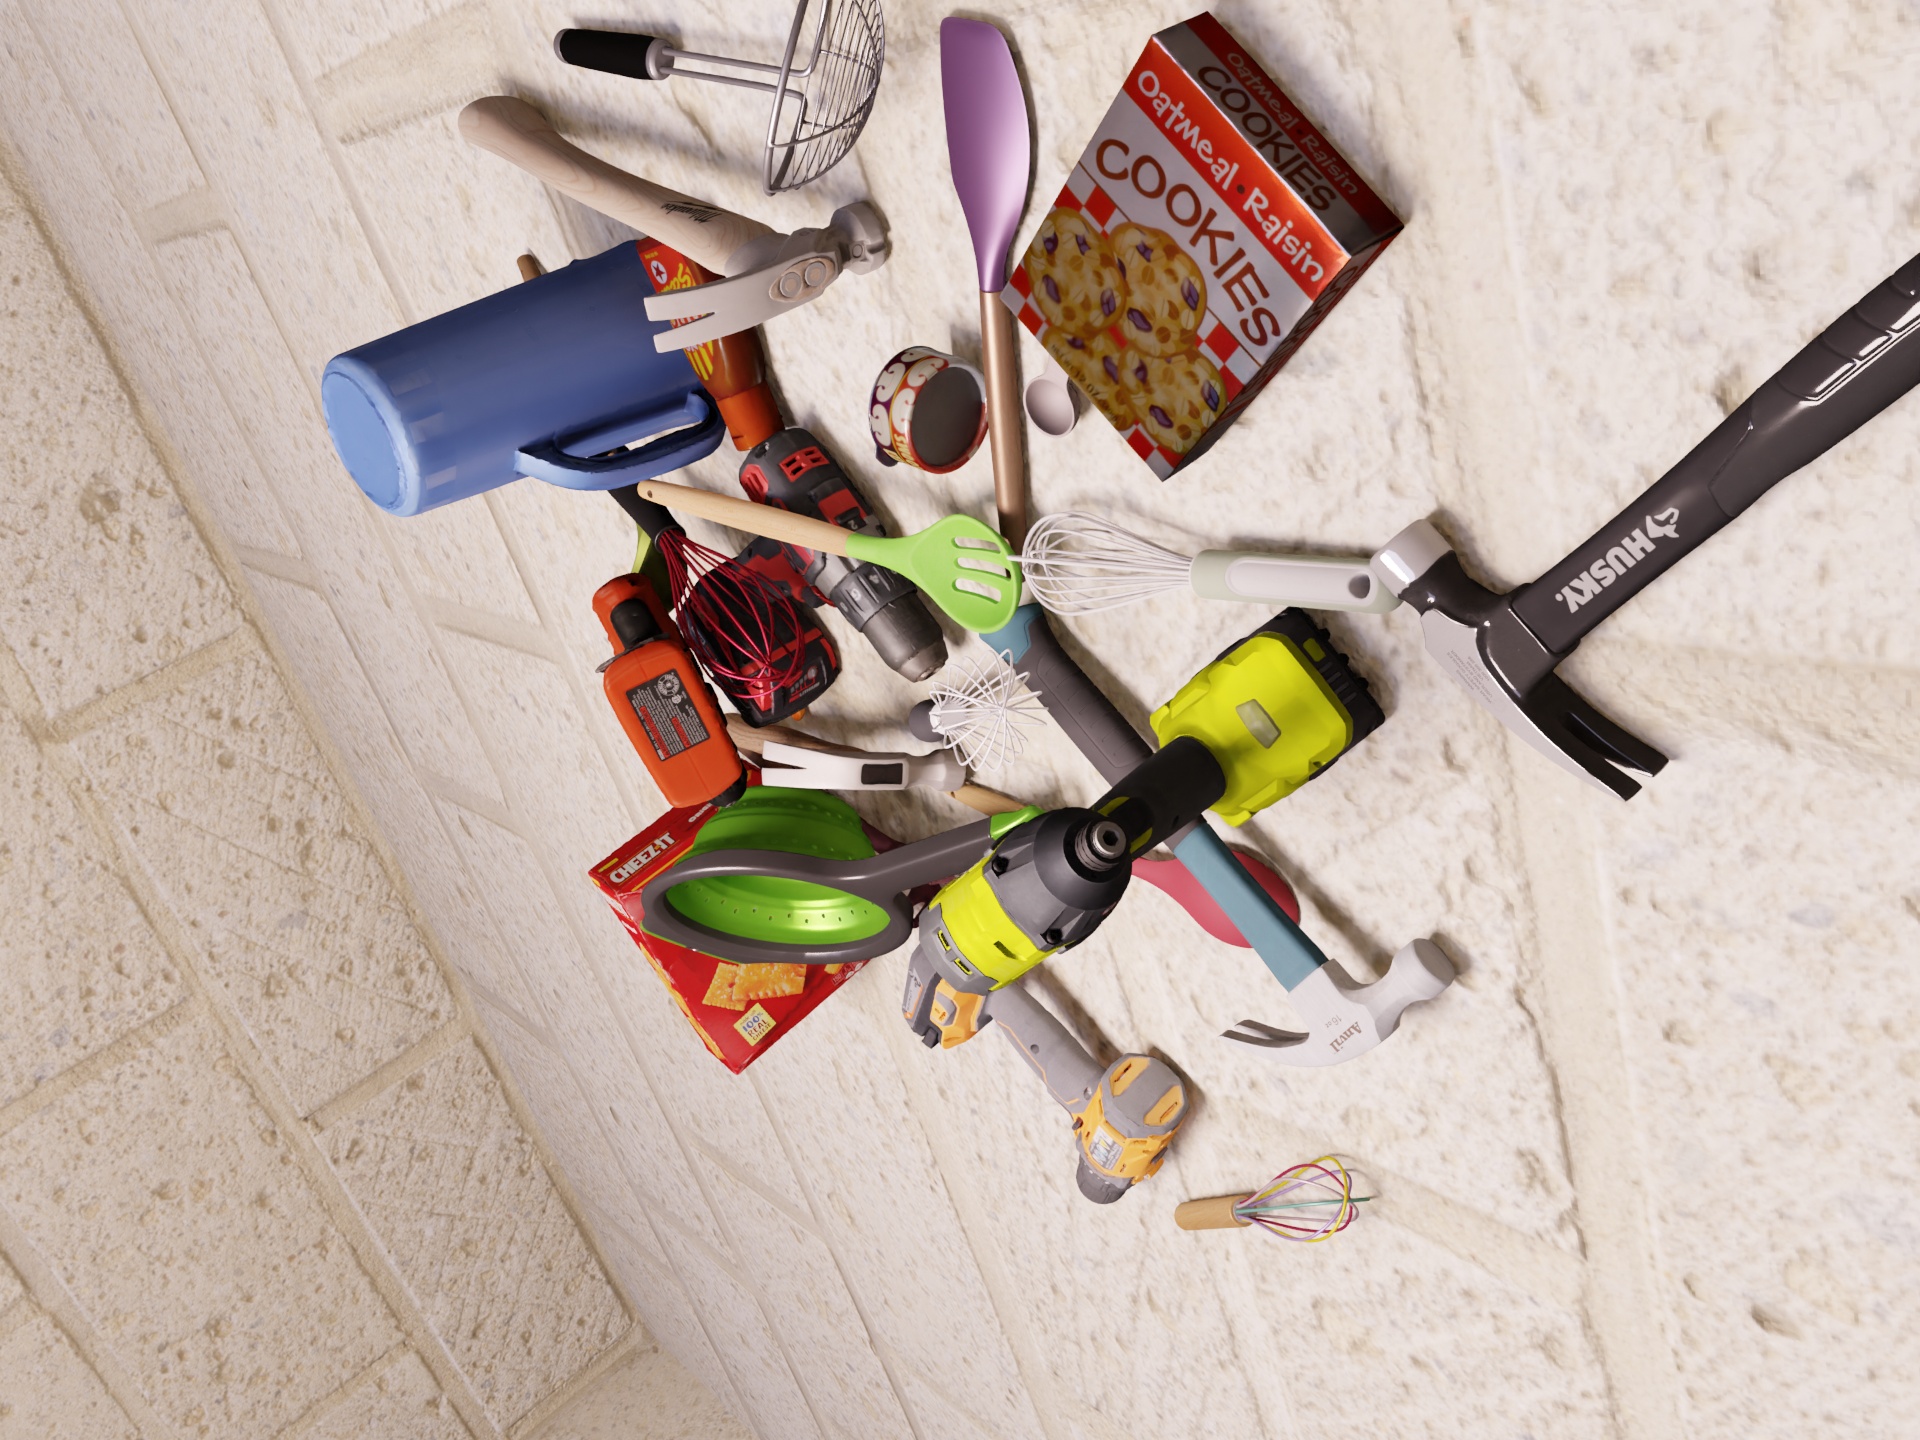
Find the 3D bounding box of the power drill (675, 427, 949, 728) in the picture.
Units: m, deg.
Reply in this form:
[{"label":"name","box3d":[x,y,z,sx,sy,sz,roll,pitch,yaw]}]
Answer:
[{"label":"power drill","box3d":[-0.103,-0.075,1.108,0.188,0.080,0.226,53,148,6]}]

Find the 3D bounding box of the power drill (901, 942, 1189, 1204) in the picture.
[{"label":"power drill","box3d":[0.061,0.261,1.196,0.226,0.084,0.185,39,148,20]}]

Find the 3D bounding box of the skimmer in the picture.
[{"label":"skimmer","box3d":[-0.159,-0.371,0.879,0.364,0.090,0.127,30,109,43]}]

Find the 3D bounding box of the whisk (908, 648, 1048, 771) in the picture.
[{"label":"whisk","box3d":[-0.001,-0.004,0.987,0.070,0.070,0.284,59,171,-4]}]

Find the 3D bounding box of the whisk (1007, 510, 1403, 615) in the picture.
[{"label":"whisk","box3d":[0.117,-0.075,0.805,0.246,0.059,0.058,11,100,47]}]

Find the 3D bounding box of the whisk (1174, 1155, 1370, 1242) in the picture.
[{"label":"whisk","box3d":[0.206,0.332,1.091,0.245,0.051,0.047,132,124,-64]}]

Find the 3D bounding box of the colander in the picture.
[{"label":"colander","box3d":[-0.078,0.087,1.158,0.204,0.095,0.397,27,146,-36]}]

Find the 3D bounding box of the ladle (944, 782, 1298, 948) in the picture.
[{"label":"ladle","box3d":[0.087,0.081,1.027,0.316,0.031,0.069,20,130,50]}]

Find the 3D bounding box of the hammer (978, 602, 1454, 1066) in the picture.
[{"label":"hammer","box3d":[0.124,0.055,0.909,0.331,0.033,0.128,51,124,19]}]

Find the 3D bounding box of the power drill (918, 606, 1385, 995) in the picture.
[{"label":"power drill","box3d":[0.094,0.039,0.766,0.080,0.223,0.171,53,151,6]}]

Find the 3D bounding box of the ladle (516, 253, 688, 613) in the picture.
[{"label":"ladle","box3d":[-0.283,-0.217,1.198,0.320,0.062,0.078,65,147,13]}]

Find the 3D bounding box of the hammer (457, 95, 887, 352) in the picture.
[{"label":"hammer","box3d":[-0.222,-0.326,0.988,0.411,0.146,0.038,36,146,40]}]

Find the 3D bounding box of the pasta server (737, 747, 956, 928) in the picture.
[{"label":"pasta server","box3d":[-0.104,0.079,1.300,0.316,0.040,0.060,32,131,39]}]

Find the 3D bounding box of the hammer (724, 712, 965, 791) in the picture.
[{"label":"hammer","box3d":[-0.128,0.021,1.226,0.331,0.130,0.031,11,99,62]}]

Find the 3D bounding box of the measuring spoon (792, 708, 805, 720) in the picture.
[{"label":"measuring spoon","box3d":[-0.154,-0.053,1.275,0.117,0.011,0.021,61,152,-1]}]

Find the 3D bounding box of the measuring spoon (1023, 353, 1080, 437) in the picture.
[{"label":"measuring spoon","box3d":[0.059,-0.198,0.805,0.034,0.018,0.124,38,140,21]}]

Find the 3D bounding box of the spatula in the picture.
[{"label":"spatula","box3d":[0.021,-0.206,0.845,0.060,0.018,0.315,31,141,37]}]

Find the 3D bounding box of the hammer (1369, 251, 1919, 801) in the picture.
[{"label":"hammer","box3d":[0.279,-0.088,0.557,0.146,0.035,0.334,51,151,10]}]

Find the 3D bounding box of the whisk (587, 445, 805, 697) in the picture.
[{"label":"whisk","box3d":[-0.186,-0.112,1.071,0.296,0.073,0.073,49,152,37]}]

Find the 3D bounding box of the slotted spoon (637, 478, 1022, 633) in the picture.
[{"label":"slotted spoon","box3d":[-0.087,-0.117,0.987,0.314,0.031,0.070,18,121,32]}]
